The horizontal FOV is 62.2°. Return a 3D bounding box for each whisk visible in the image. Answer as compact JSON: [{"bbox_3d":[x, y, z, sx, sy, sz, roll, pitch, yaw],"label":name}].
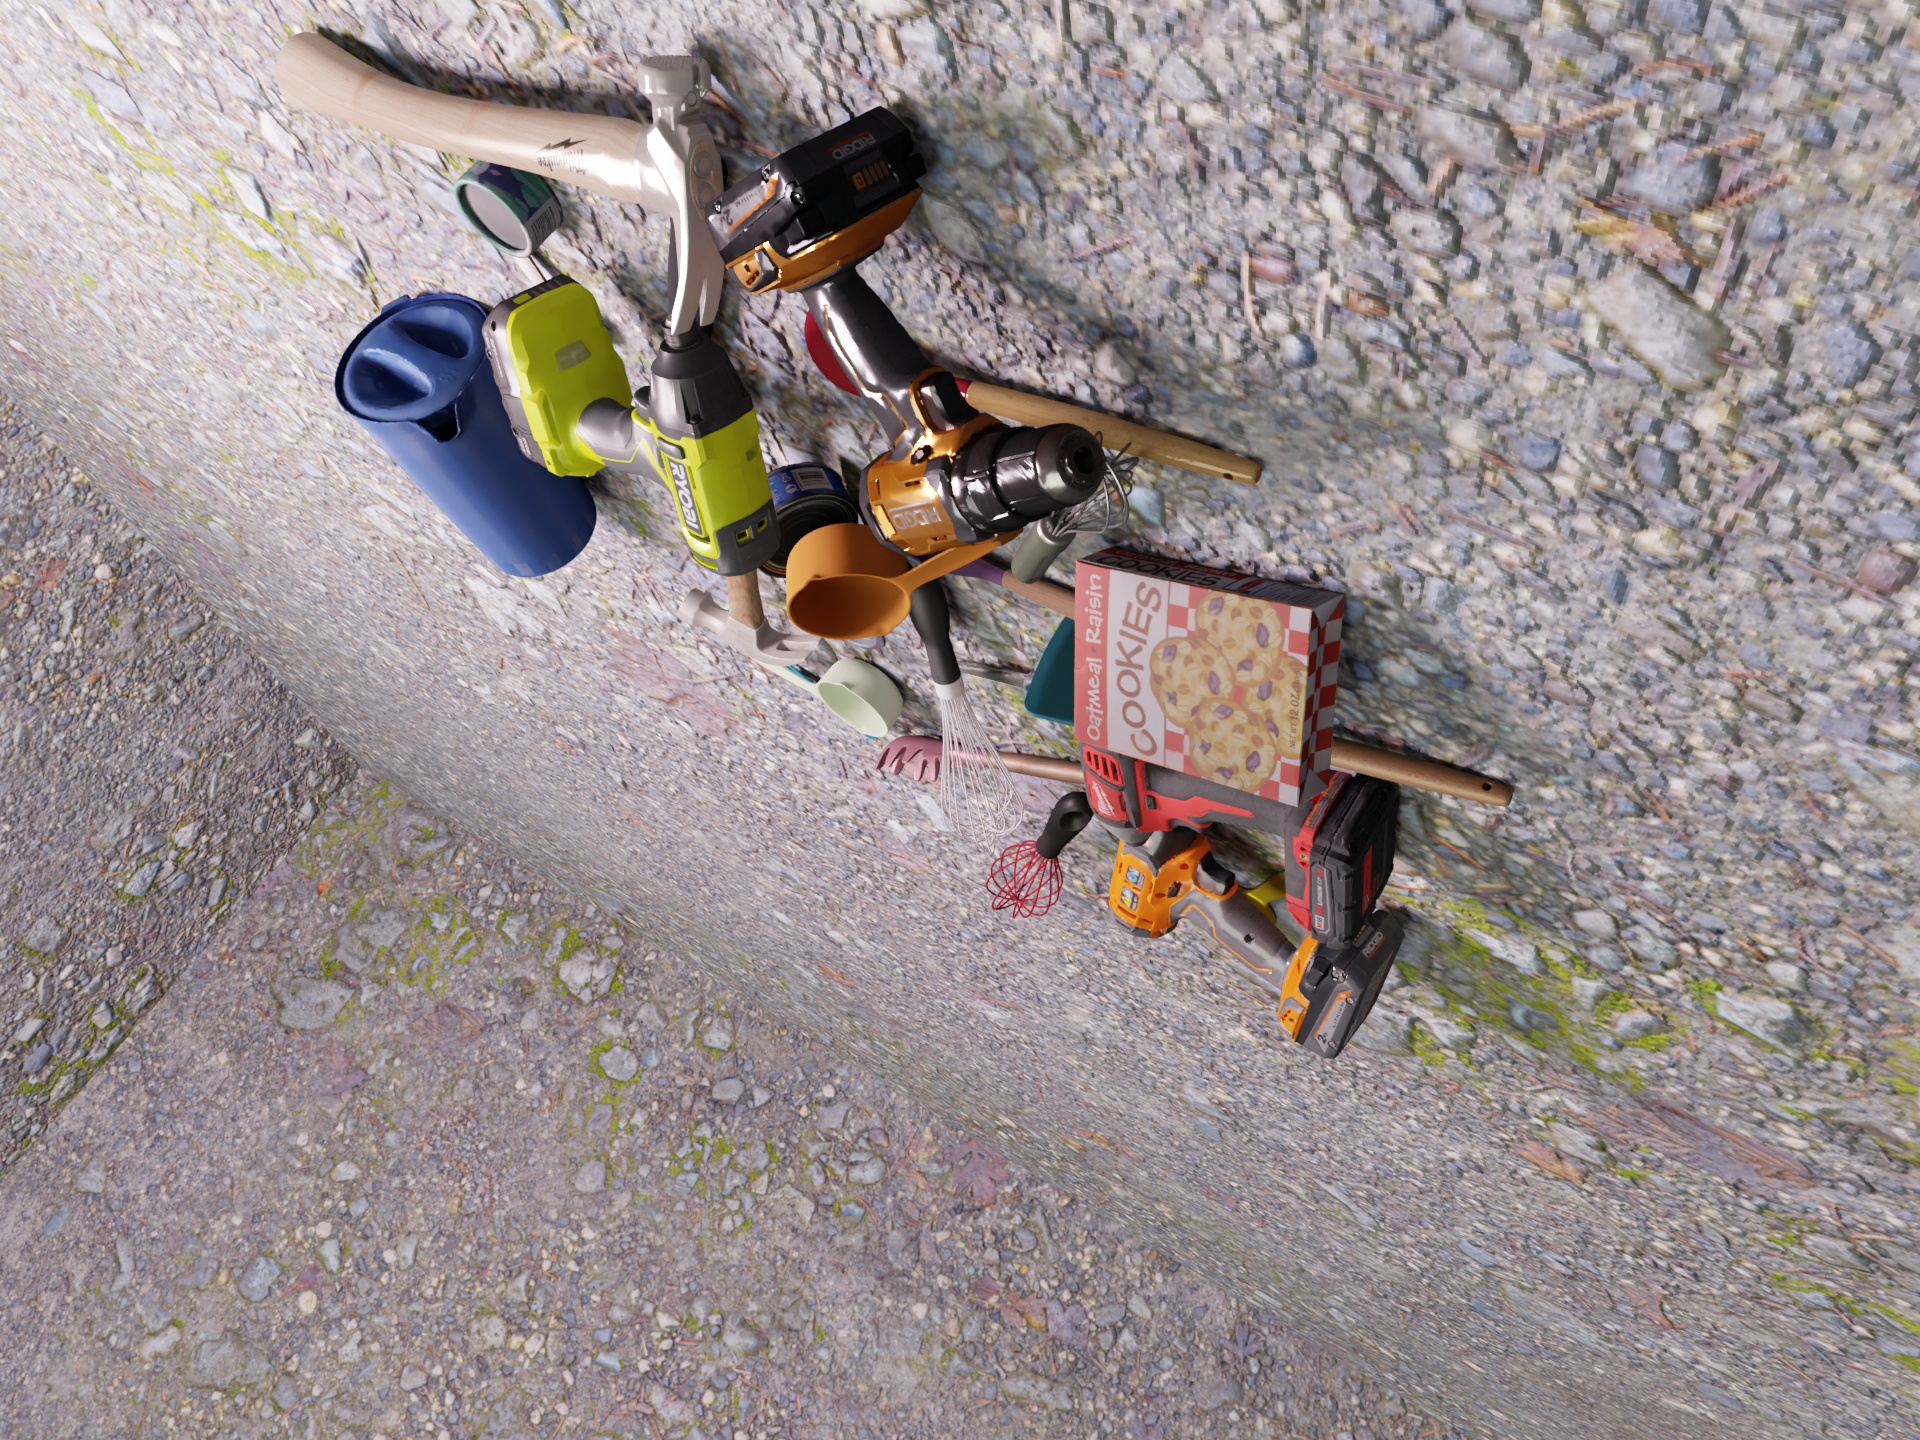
[{"bbox_3d":[0.061,-0.118,0.953,0.059,0.058,0.246,55,170,2],"label":"whisk"},{"bbox_3d":[-0.002,-0.003,1.255,0.070,0.070,0.284,19,140,36],"label":"whisk"},{"bbox_3d":[0.076,0.119,1.428,0.073,0.073,0.295,34,156,5],"label":"whisk"}]

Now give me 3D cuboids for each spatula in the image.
[{"bbox_3d":[0.197,0.005,1.033,0.318,0.082,0.044,16,158,28],"label":"spatula"},{"bbox_3d":[0.054,-0.088,1.092,0.316,0.018,0.059,25,160,28],"label":"spatula"}]

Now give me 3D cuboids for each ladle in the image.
[{"bbox_3d":[0.029,-0.184,0.923,0.316,0.031,0.069,22,157,27],"label":"ladle"}]

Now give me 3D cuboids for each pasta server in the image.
[{"bbox_3d":[0.041,0.043,1.360,0.060,0.040,0.316,20,172,-42],"label":"pasta server"}]

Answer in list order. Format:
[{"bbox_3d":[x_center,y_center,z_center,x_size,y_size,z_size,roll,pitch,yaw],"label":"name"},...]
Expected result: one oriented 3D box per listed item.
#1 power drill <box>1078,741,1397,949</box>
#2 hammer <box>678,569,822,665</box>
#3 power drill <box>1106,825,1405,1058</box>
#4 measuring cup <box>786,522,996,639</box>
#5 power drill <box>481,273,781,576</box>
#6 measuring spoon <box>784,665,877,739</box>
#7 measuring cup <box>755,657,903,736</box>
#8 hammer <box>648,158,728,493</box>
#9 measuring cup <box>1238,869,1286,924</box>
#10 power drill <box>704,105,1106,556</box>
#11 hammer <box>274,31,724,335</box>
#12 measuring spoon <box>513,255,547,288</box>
[{"bbox_3d":[0.186,0.069,1.114,0.220,0.078,0.143,22,147,28],"label":"power drill"},{"bbox_3d":[-0.170,-0.133,1.222,0.130,0.031,0.331,27,157,9],"label":"hammer"},{"bbox_3d":[0.219,0.143,1.228,0.227,0.084,0.164,32,142,24],"label":"power drill"},{"bbox_3d":[-0.045,-0.115,1.105,0.173,0.052,0.095,-22,148,25],"label":"measuring cup"},{"bbox_3d":[-0.214,-0.207,1.042,0.223,0.080,0.171,29,143,37],"label":"power drill"},{"bbox_3d":[-0.119,-0.027,1.488,0.129,0.021,0.042,37,161,22],"label":"measuring spoon"},{"bbox_3d":[-0.123,-0.042,1.428,0.168,0.038,0.083,27,157,25],"label":"measuring cup"},{"bbox_3d":[-0.183,-0.248,1.091,0.149,0.036,0.408,33,158,2],"label":"hammer"},{"bbox_3d":[0.244,0.150,1.292,0.062,0.029,0.156,35,158,0],"label":"measuring cup"},{"bbox_3d":[-0.024,-0.193,0.826,0.185,0.084,0.226,1,123,58],"label":"power drill"},{"bbox_3d":[-0.295,-0.353,0.975,0.411,0.038,0.146,25,129,33],"label":"hammer"},{"bbox_3d":[-0.297,-0.318,1.147,0.034,0.018,0.124,7,138,51],"label":"measuring spoon"}]
